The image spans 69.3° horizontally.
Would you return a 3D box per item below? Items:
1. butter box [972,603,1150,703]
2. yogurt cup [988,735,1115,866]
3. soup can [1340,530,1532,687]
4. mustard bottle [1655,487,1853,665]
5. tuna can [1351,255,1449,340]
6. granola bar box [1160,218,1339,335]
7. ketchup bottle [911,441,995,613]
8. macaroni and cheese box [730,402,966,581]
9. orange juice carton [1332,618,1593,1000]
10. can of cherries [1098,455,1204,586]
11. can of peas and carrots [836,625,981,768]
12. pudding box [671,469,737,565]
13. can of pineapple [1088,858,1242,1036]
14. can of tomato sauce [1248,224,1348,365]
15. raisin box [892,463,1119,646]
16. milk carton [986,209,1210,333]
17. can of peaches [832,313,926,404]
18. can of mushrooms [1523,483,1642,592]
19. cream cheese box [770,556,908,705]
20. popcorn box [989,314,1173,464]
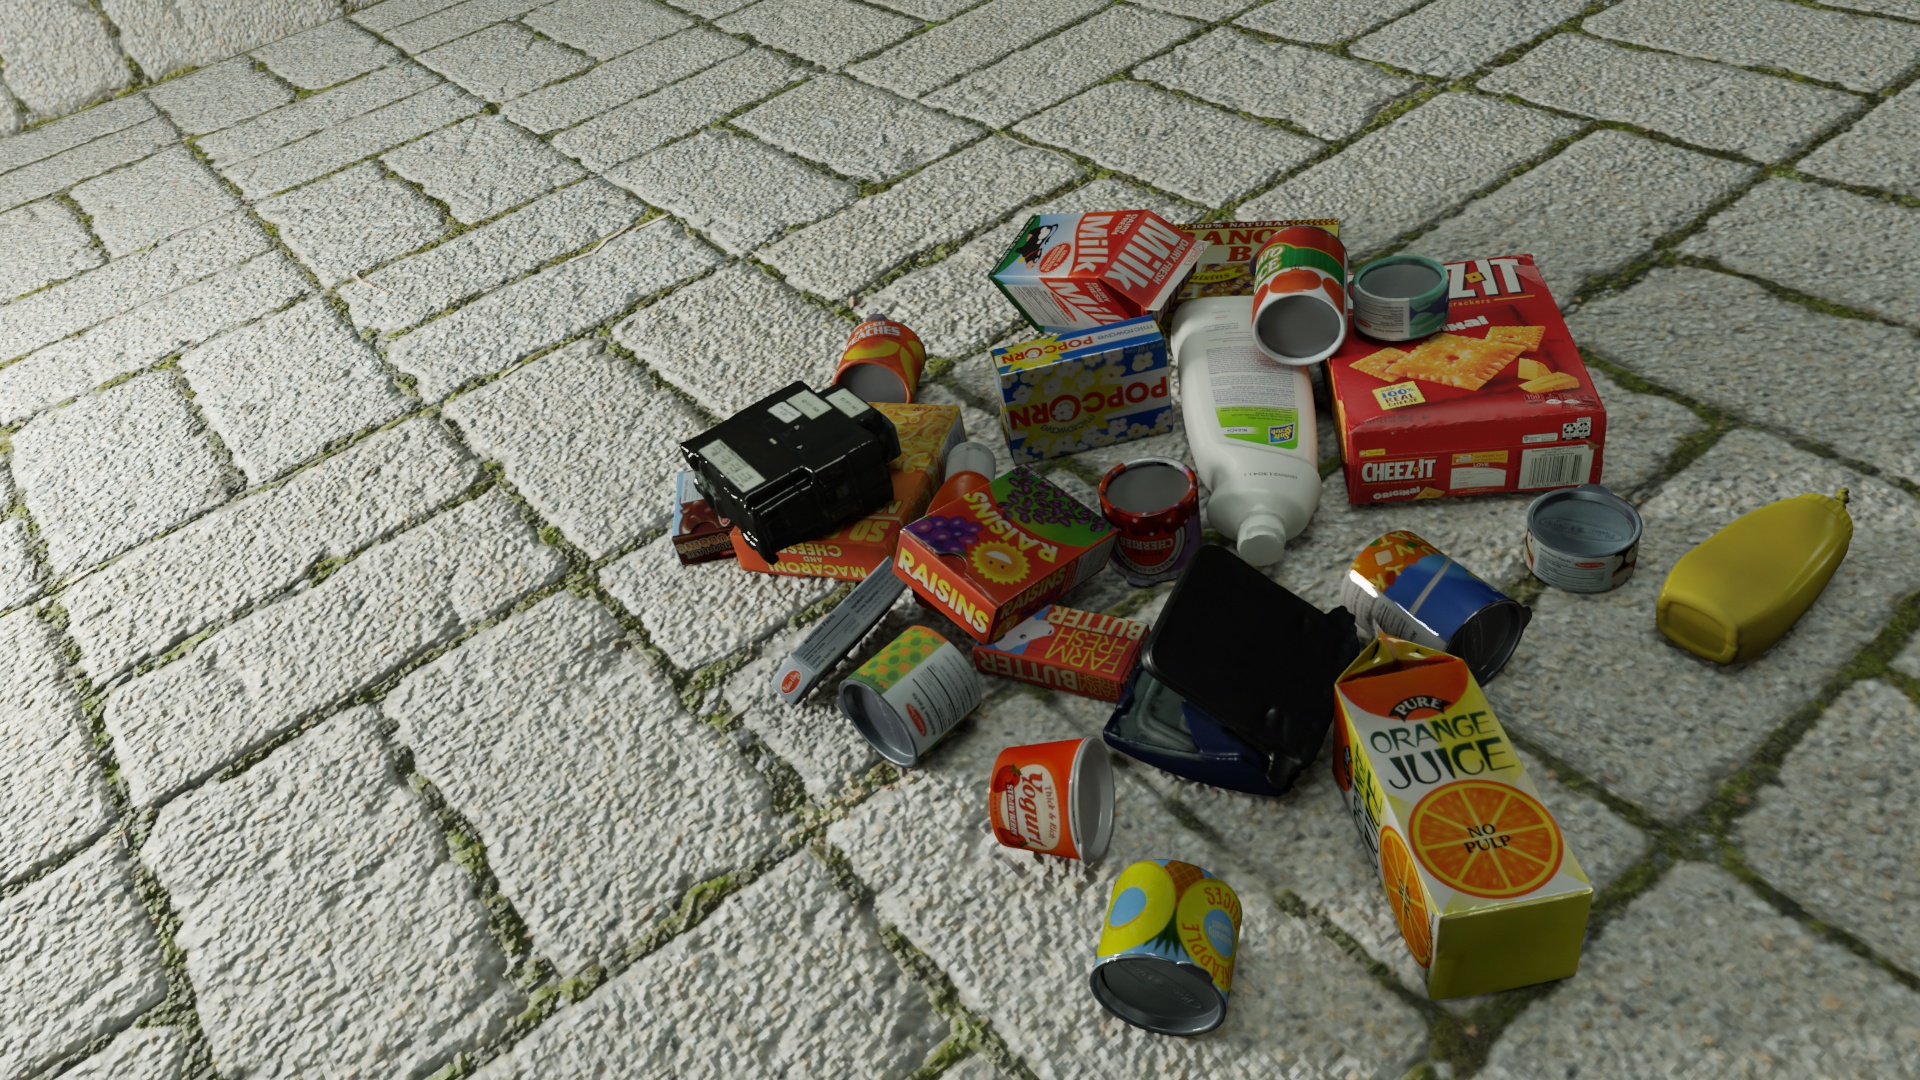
[{"bbox_3d":[0.065,0.068,0.876,0.103,0.024,0.053,11,44,26],"label":"butter box"},{"bbox_3d":[0.050,0.141,0.763,0.054,0.072,0.073,-3,39,24],"label":"yogurt cup"},{"bbox_3d":[0.279,0.040,0.820,0.071,0.071,0.084,-26,41,-16],"label":"soup can"},{"bbox_3d":[0.479,0.012,0.816,0.161,0.048,0.065,-30,43,-22],"label":"mustard bottle"},{"bbox_3d":[0.313,-0.173,0.982,0.071,0.032,0.071,-9,38,7],"label":"tuna can"},{"bbox_3d":[0.230,-0.221,1.167,0.165,0.038,0.125,2,42,17],"label":"granola bar box"},{"bbox_3d":[0.003,-0.012,0.971,0.065,0.043,0.149,6,40,0],"label":"ketchup bottle"},{"bbox_3d":[-0.079,-0.039,1.029,0.124,0.040,0.167,4,42,20],"label":"macaroni and cheese box"},{"bbox_3d":[0.244,0.130,0.718,0.073,0.071,0.193,-11,40,1],"label":"orange juice carton"},{"bbox_3d":[0.128,-0.014,0.930,0.071,0.058,0.072,-7,39,6],"label":"can of cherries"},{"bbox_3d":[-0.031,0.093,0.839,0.071,0.070,0.059,27,52,38],"label":"can of peas and carrots"},{"bbox_3d":[-0.189,-0.021,1.044,0.050,0.030,0.084,-10,39,1],"label":"pudding box"},{"bbox_3d":[0.102,0.198,0.677,0.071,0.070,0.058,4,42,19],"label":"can of pineapple"},{"bbox_3d":[0.241,-0.175,0.993,0.071,0.070,0.083,0,44,15],"label":"can of tomato sauce"},{"bbox_3d":[0.030,0.006,0.891,0.086,0.039,0.124,38,45,24],"label":"raisin box"},{"bbox_3d":[0.114,-0.211,1.102,0.072,0.073,0.190,-54,32,-12],"label":"milk carton"},{"bbox_3d":[-0.066,-0.137,1.119,0.071,0.071,0.058,-1,42,14],"label":"can of peaches"},{"bbox_3d":[0.389,-0.002,0.868,0.071,0.033,0.071,-8,39,7],"label":"can of mushrooms"},{"bbox_3d":[-0.076,0.058,0.901,0.024,0.053,0.104,43,56,2],"label":"cream cheese box"},{"bbox_3d":[0.092,-0.112,1.036,0.127,0.084,0.038,-12,40,0],"label":"popcorn box"}]
